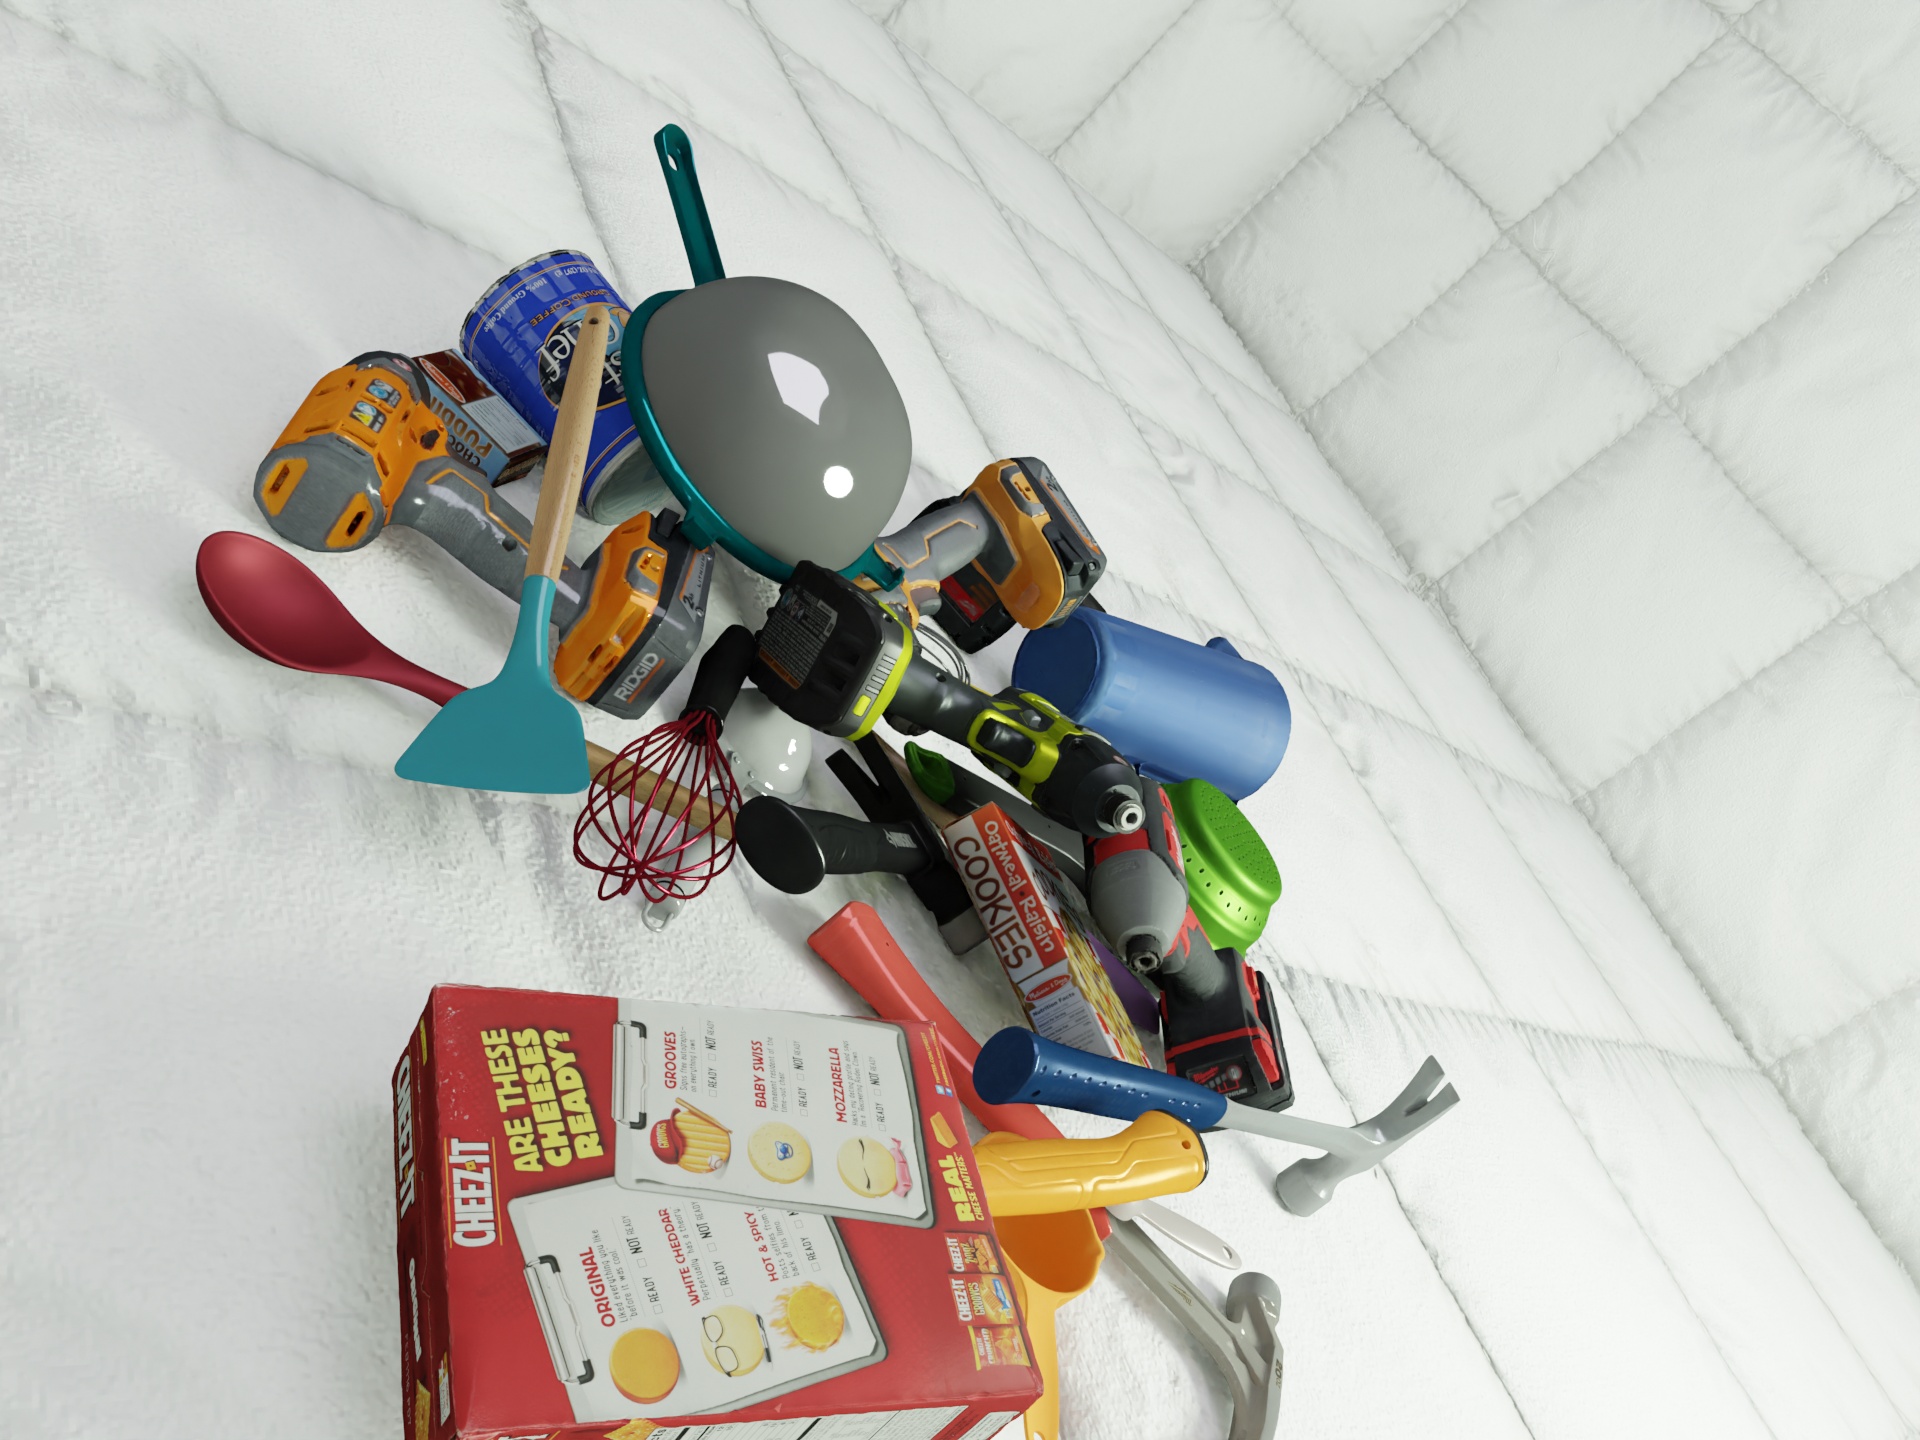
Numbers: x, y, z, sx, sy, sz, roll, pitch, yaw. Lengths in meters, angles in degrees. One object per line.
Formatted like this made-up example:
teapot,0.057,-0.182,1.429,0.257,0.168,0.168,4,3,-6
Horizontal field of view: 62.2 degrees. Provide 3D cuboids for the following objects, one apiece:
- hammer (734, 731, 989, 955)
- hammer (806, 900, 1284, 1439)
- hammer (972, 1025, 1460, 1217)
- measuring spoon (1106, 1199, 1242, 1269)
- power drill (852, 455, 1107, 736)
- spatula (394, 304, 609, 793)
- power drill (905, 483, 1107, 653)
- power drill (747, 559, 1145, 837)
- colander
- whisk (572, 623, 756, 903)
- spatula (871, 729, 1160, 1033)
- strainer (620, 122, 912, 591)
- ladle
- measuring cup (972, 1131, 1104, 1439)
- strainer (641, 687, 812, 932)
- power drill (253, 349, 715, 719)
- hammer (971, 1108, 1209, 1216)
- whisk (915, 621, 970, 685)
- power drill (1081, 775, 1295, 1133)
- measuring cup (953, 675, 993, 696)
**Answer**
hammer,-0.055,0.062,0.840,0.146,0.035,0.334,57,5,10
hammer,0.046,0.244,0.869,0.359,0.036,0.149,47,24,-3
hammer,0.154,0.224,0.923,0.405,0.144,0.035,25,30,-46
measuring spoon,0.120,0.275,0.881,0.124,0.018,0.034,36,27,-27
power drill,-0.006,-0.090,1.105,0.226,0.084,0.185,-17,68,-36
spatula,-0.200,-0.094,0.779,0.082,0.044,0.318,6,58,-6
power drill,0.045,-0.122,1.369,0.188,0.080,0.227,49,21,2
power drill,-0.001,-0.003,0.931,0.223,0.080,0.171,26,6,-29
colander,0.119,0.080,1.133,0.396,0.094,0.205,31,28,-41
whisk,-0.132,0.010,0.793,0.073,0.073,0.296,41,17,-15
spatula,0.027,0.101,1.071,0.316,0.018,0.060,45,22,-9
strainer,-0.115,-0.249,0.986,0.211,0.095,0.341,7,60,-54
ladle,-0.218,0.000,0.773,0.315,0.031,0.069,29,33,-26
measuring cup,0.020,0.280,0.755,0.095,0.052,0.174,37,29,-23
strainer,-0.127,0.040,0.885,0.086,0.050,0.259,47,27,-15
power drill,-0.248,-0.112,0.862,0.226,0.084,0.164,32,29,-24
hammer,-0.015,0.215,0.713,0.336,0.034,0.127,6,45,-35
whisk,-0.091,-0.088,1.132,0.239,0.055,0.055,39,25,-9
power drill,0.138,0.154,1.003,0.143,0.078,0.219,-89,156,-54
measuring cup,0.006,-0.010,1.206,0.156,0.029,0.062,24,32,-20
